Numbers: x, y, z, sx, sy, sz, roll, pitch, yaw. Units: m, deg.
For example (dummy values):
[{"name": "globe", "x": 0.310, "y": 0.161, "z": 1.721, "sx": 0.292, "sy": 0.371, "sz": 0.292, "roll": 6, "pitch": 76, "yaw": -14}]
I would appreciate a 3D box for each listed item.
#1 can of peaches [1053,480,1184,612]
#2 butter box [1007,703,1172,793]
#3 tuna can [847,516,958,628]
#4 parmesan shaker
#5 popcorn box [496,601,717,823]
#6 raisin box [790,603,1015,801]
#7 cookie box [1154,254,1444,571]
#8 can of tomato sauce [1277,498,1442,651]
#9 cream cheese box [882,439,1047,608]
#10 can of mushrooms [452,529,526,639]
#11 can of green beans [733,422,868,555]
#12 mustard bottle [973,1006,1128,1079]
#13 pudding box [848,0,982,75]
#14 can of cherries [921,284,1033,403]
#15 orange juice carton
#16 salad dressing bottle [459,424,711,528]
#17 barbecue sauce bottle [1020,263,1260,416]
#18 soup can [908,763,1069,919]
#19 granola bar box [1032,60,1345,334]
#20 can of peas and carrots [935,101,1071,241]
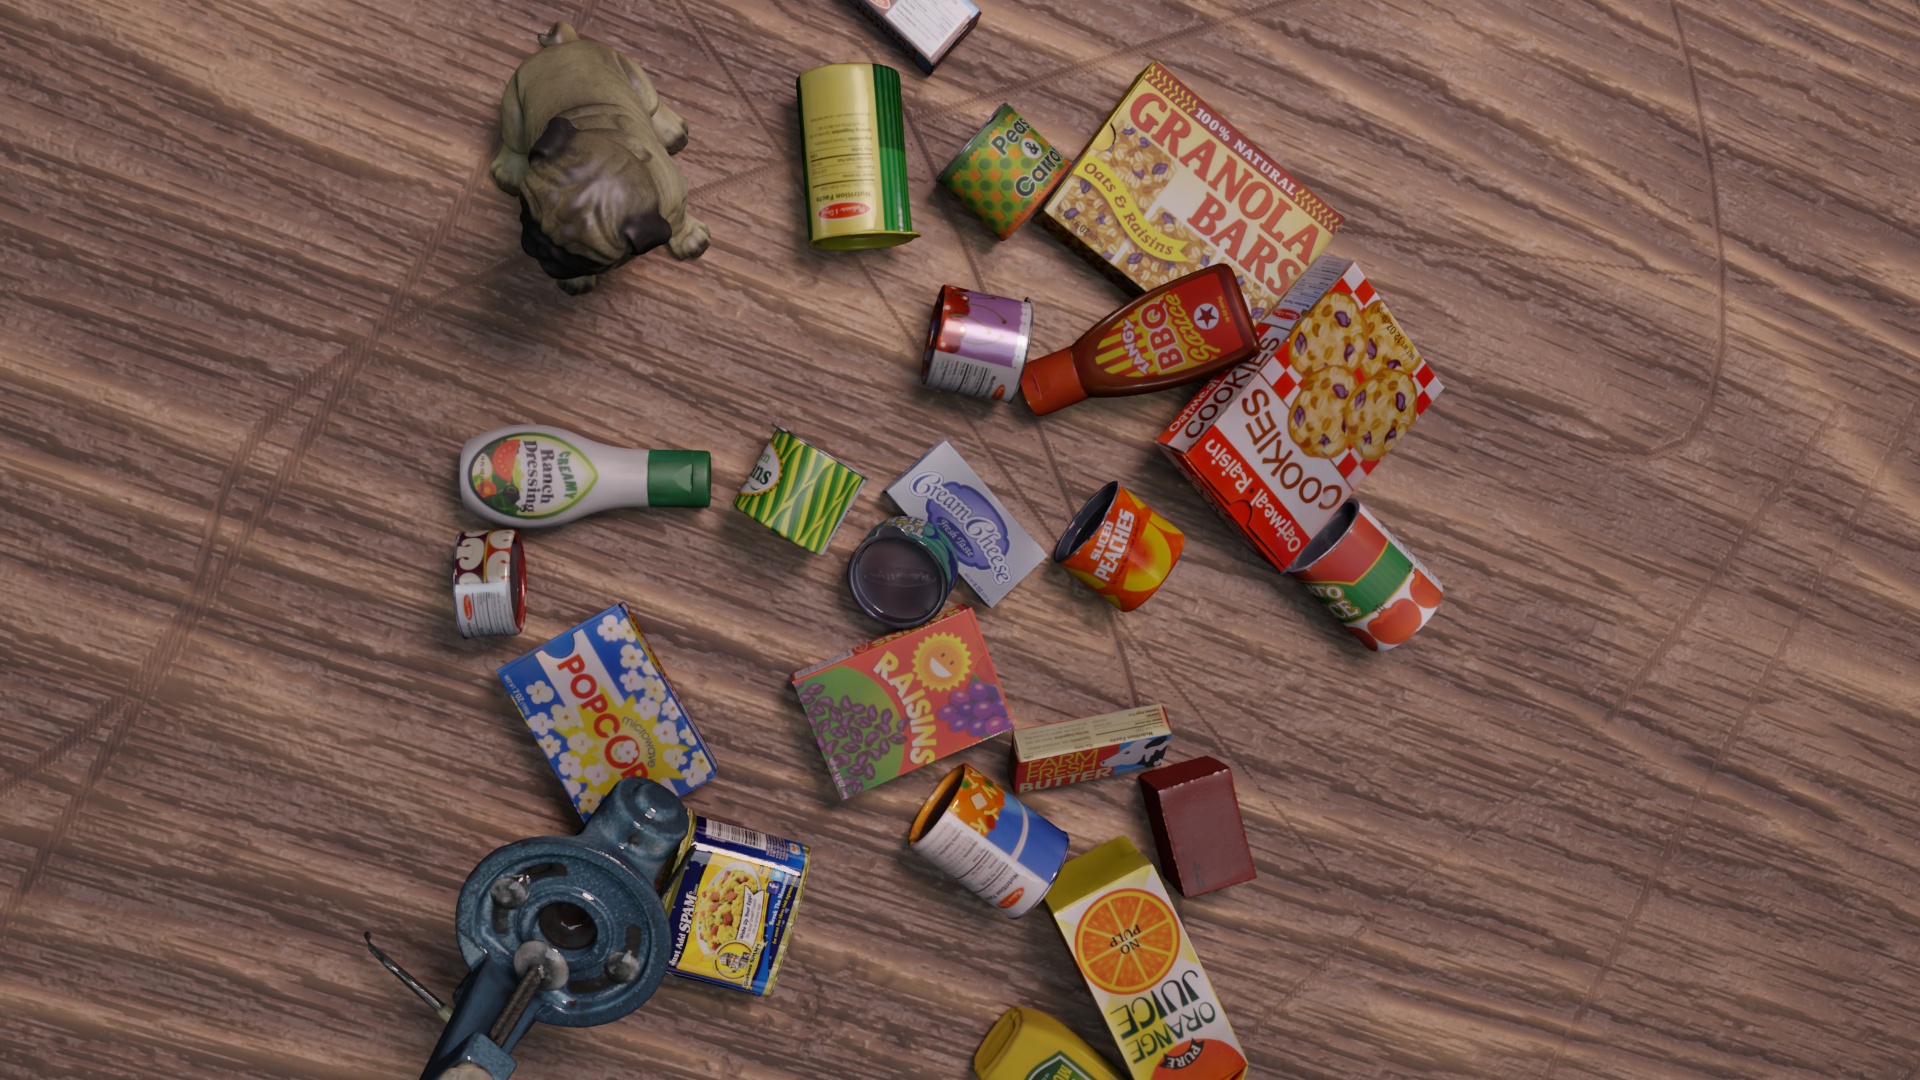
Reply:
[{"name": "can of peaches", "x": 0.103, "y": 0.005, "z": 0.900, "sx": 0.058, "sy": 0.071, "sz": 0.071, "roll": 37, "pitch": 87, "yaw": -10}, {"name": "butter box", "x": 0.083, "y": 0.137, "z": 0.912, "sx": 0.104, "sy": 0.052, "sz": 0.024, "roll": -10, "pitch": 57, "yaw": -8}, {"name": "tuna can", "x": -0.036, "y": 0.017, "z": 0.885, "sx": 0.071, "sy": 0.033, "sz": 0.070, "roll": 6, "pitch": 114, "yaw": 13}, {"name": "parmesan shaker", "x": -0.063, "y": -0.237, "z": 0.865, "sx": 0.071, "sy": 0.071, "sz": 0.103, "roll": -5, "pitch": 93, "yaw": -8}, {"name": "popcorn box", "x": -0.220, "y": 0.113, "z": 0.873, "sx": 0.085, "sy": 0.038, "sz": 0.126, "roll": -29, "pitch": 97, "yaw": -5}, {"name": "raisin box", "x": -0.037, "y": 0.103, "z": 0.900, "sx": 0.123, "sy": 0.040, "sz": 0.086, "roll": -22, "pitch": 95, "yaw": -8}, {"name": "cookie box", "x": 0.224, "y": -0.082, "z": 0.909, "sx": 0.167, "sy": 0.040, "sz": 0.122, "roll": -48, "pitch": 119, "yaw": -4}, {"name": "can of tomato sauce", "x": 0.267, "y": 0.025, "z": 0.928, "sx": 0.083, "sy": 0.071, "sz": 0.071, "roll": 42, "pitch": 87, "yaw": -9}, {"name": "cream cheese box", "x": 0.003, "y": -0.011, "z": 0.908, "sx": 0.053, "sy": 0.024, "sz": 0.103, "roll": -43, "pitch": 98, "yaw": -5}, {"name": "can of mushrooms", "x": -0.286, "y": 0.025, "z": 0.847, "sx": 0.033, "sy": 0.071, "sz": 0.071, "roll": -3, "pitch": 93, "yaw": -8}, {"name": "can of green beans", "x": -0.100, "y": -0.031, "z": 0.870, "sx": 0.071, "sy": 0.071, "sz": 0.058, "roll": 31, "pitch": 89, "yaw": -9}, {"name": "mustard bottle", "x": 0.087, "y": 0.376, "z": 0.926, "sx": 0.160, "sy": 0.049, "sz": 0.065, "roll": 35, "pitch": 90, "yaw": -8}, {"name": "pudding box", "x": -0.033, "y": -0.345, "z": 0.883, "sx": 0.083, "sy": 0.030, "sz": 0.049, "roll": 41, "pitch": 88, "yaw": -8}, {"name": "can of cherries", "x": 0.010, "y": -0.127, "z": 0.884, "sx": 0.058, "sy": 0.071, "sz": 0.071, "roll": 11, "pitch": 91, "yaw": -8}, {"name": "orange juice carton", "x": 0.126, "y": 0.301, "z": 0.917, "sx": 0.073, "sy": 0.072, "sz": 0.192, "roll": -27, "pitch": 96, "yaw": -6}, {"name": "salad dressing bottle", "x": -0.230, "y": -0.039, "z": 0.861, "sx": 0.148, "sy": 0.044, "sz": 0.064, "roll": 0, "pitch": 90, "yaw": -9}, {"name": "barbecue sauce bottle", "x": 0.111, "y": -0.121, "z": 0.884, "sx": 0.148, "sy": 0.044, "sz": 0.065, "roll": -20, "pitch": 87, "yaw": 18}, {"name": "soup can", "x": 0.019, "y": 0.193, "z": 0.901, "sx": 0.084, "sy": 0.071, "sz": 0.071, "roll": 37, "pitch": 87, "yaw": -8}, {"name": "granola bar box", "x": 0.150, "y": -0.211, "z": 0.912, "sx": 0.165, "sy": 0.039, "sz": 0.124, "roll": 37, "pitch": 87, "yaw": -9}, {"name": "can of peas and carrots", "x": 0.029, "y": -0.234, "z": 0.877, "sx": 0.058, "sy": 0.071, "sz": 0.071, "roll": 42, "pitch": 87, "yaw": -9}]
